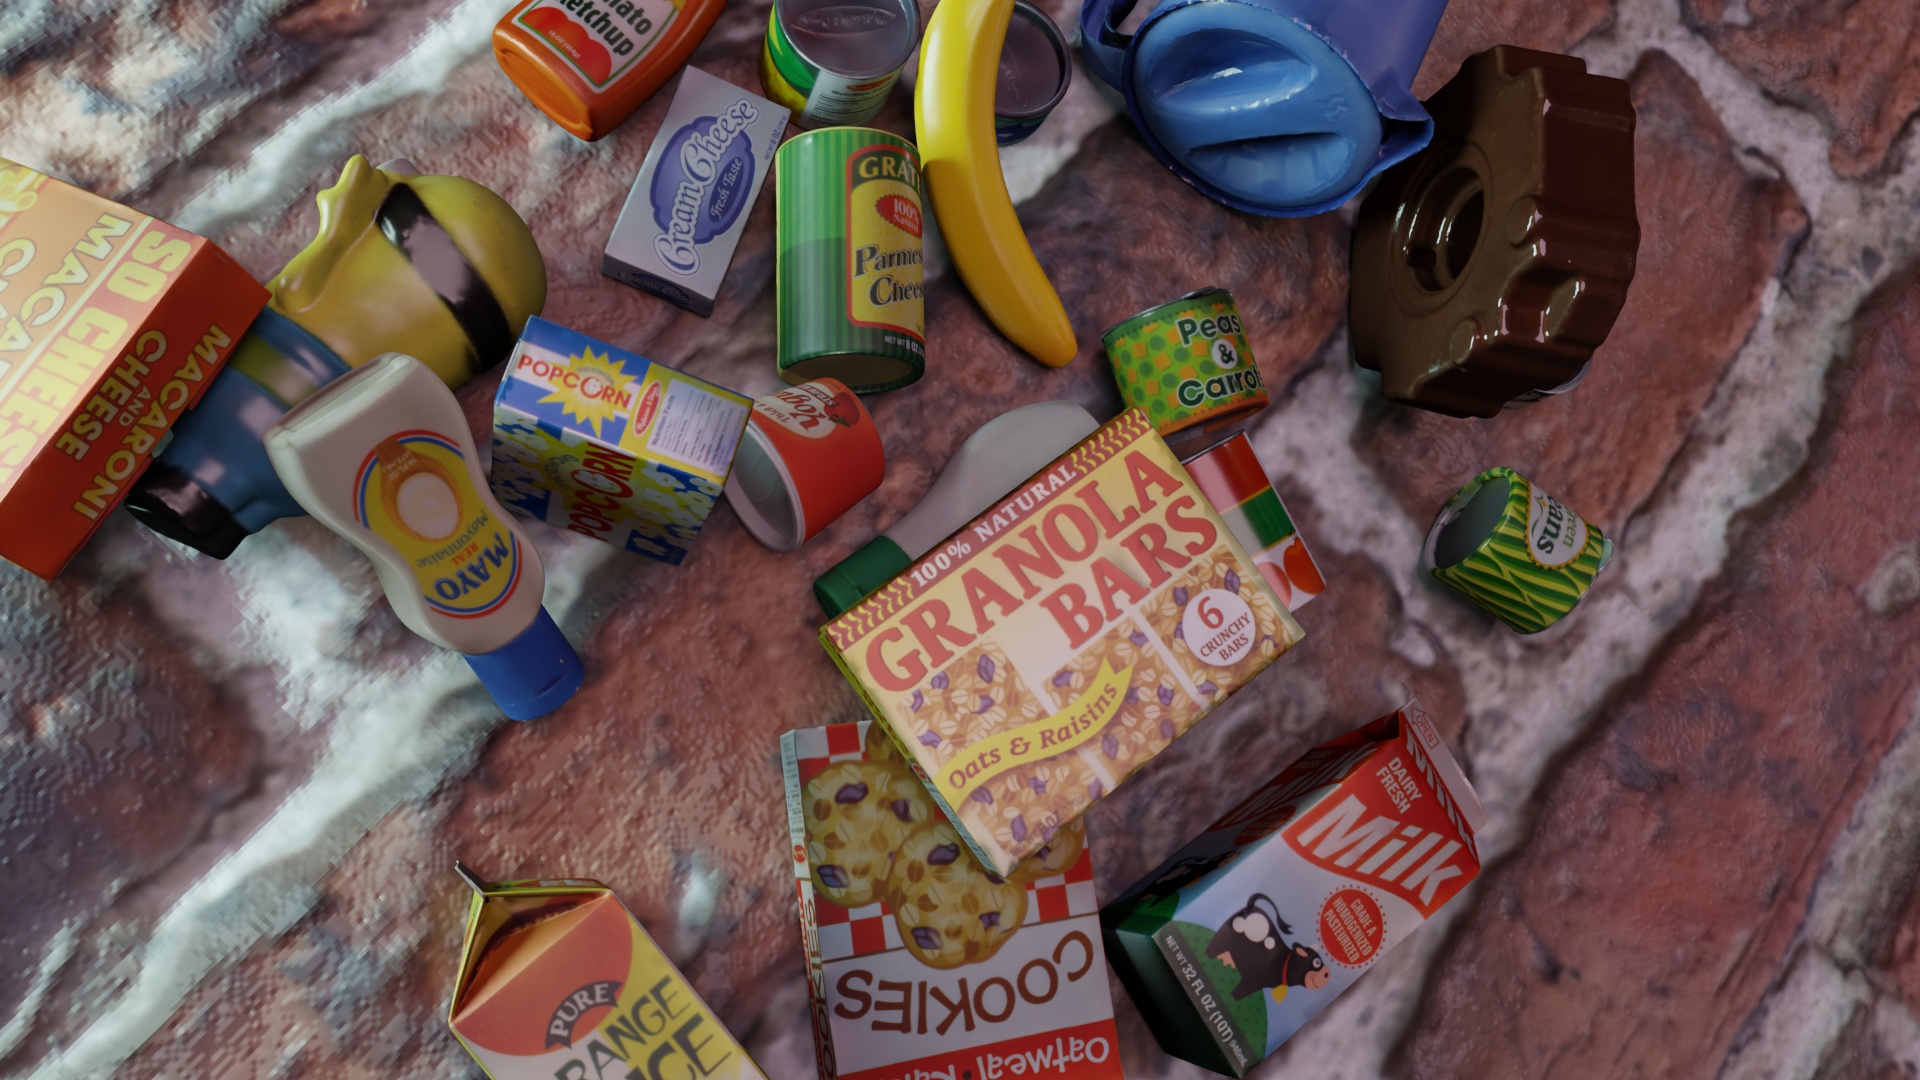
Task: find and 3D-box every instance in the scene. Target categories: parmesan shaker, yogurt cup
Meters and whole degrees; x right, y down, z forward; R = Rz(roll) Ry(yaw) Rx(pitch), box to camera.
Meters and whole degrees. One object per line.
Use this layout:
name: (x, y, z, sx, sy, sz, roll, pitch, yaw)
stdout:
parmesan shaker: (-0.048, -0.123, 0.626, 0.071, 0.071, 0.103, 1, 79, -17)
yogurt cup: (-0.069, -0.036, 0.601, 0.054, 0.072, 0.072, -31, 89, -29)

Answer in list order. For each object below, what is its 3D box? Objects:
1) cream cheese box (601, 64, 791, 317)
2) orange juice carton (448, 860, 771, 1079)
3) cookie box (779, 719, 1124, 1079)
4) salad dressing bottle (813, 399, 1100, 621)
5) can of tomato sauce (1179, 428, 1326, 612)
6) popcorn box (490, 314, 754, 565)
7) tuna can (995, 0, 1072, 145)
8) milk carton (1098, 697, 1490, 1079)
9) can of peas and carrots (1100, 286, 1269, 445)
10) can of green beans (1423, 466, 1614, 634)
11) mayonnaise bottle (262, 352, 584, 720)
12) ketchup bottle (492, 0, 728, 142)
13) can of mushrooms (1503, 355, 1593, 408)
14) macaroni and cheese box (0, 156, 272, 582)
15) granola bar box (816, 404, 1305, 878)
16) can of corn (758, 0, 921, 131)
cream cheese box: (-0.119, -0.159, 0.631, 0.053, 0.024, 0.104, 21, 73, -11)
orange juice carton: (-0.130, 0.196, 0.528, 0.073, 0.071, 0.192, -40, 93, -21)
cookie box: (-0.005, 0.157, 0.594, 0.123, 0.040, 0.167, -5, 79, -18)
salad dressing bottle: (0.002, -0.008, 0.629, 0.148, 0.044, 0.064, -35, 93, -19)
can of tomato sauce: (0.122, 0.000, 0.653, 0.071, 0.071, 0.083, -28, 89, -21)
popcorn box: (-0.137, -0.033, 0.545, 0.085, 0.126, 0.038, 21, 69, -13)
tuna can: (0.016, -0.230, 0.684, 0.071, 0.032, 0.071, 4, 78, -17)
milk carton: (0.160, 0.150, 0.630, 0.191, 0.073, 0.072, -31, 89, -21)
can of peas and carrots: (0.109, -0.081, 0.663, 0.071, 0.071, 0.059, -17, 85, -20)
can of green beans: (0.279, 0.005, 0.702, 0.058, 0.071, 0.071, 33, 71, -9)
mayonnaise bottle: (-0.193, 0.005, 0.527, 0.065, 0.041, 0.147, -43, 128, -27)
ketchup bottle: (-0.138, -0.250, 0.634, 0.065, 0.043, 0.149, 41, 69, -1)
can of mushrooms: (0.302, -0.106, 0.750, 0.071, 0.033, 0.071, 4, 78, -18)
macaroni and cheese box: (-0.346, -0.072, 0.491, 0.166, 0.040, 0.124, 21, 71, 20)
granola bar box: (0.042, 0.040, 0.583, 0.166, 0.039, 0.124, -36, 88, -15)
can of corn: (-0.058, -0.234, 0.648, 0.071, 0.058, 0.071, 3, 78, -17)
